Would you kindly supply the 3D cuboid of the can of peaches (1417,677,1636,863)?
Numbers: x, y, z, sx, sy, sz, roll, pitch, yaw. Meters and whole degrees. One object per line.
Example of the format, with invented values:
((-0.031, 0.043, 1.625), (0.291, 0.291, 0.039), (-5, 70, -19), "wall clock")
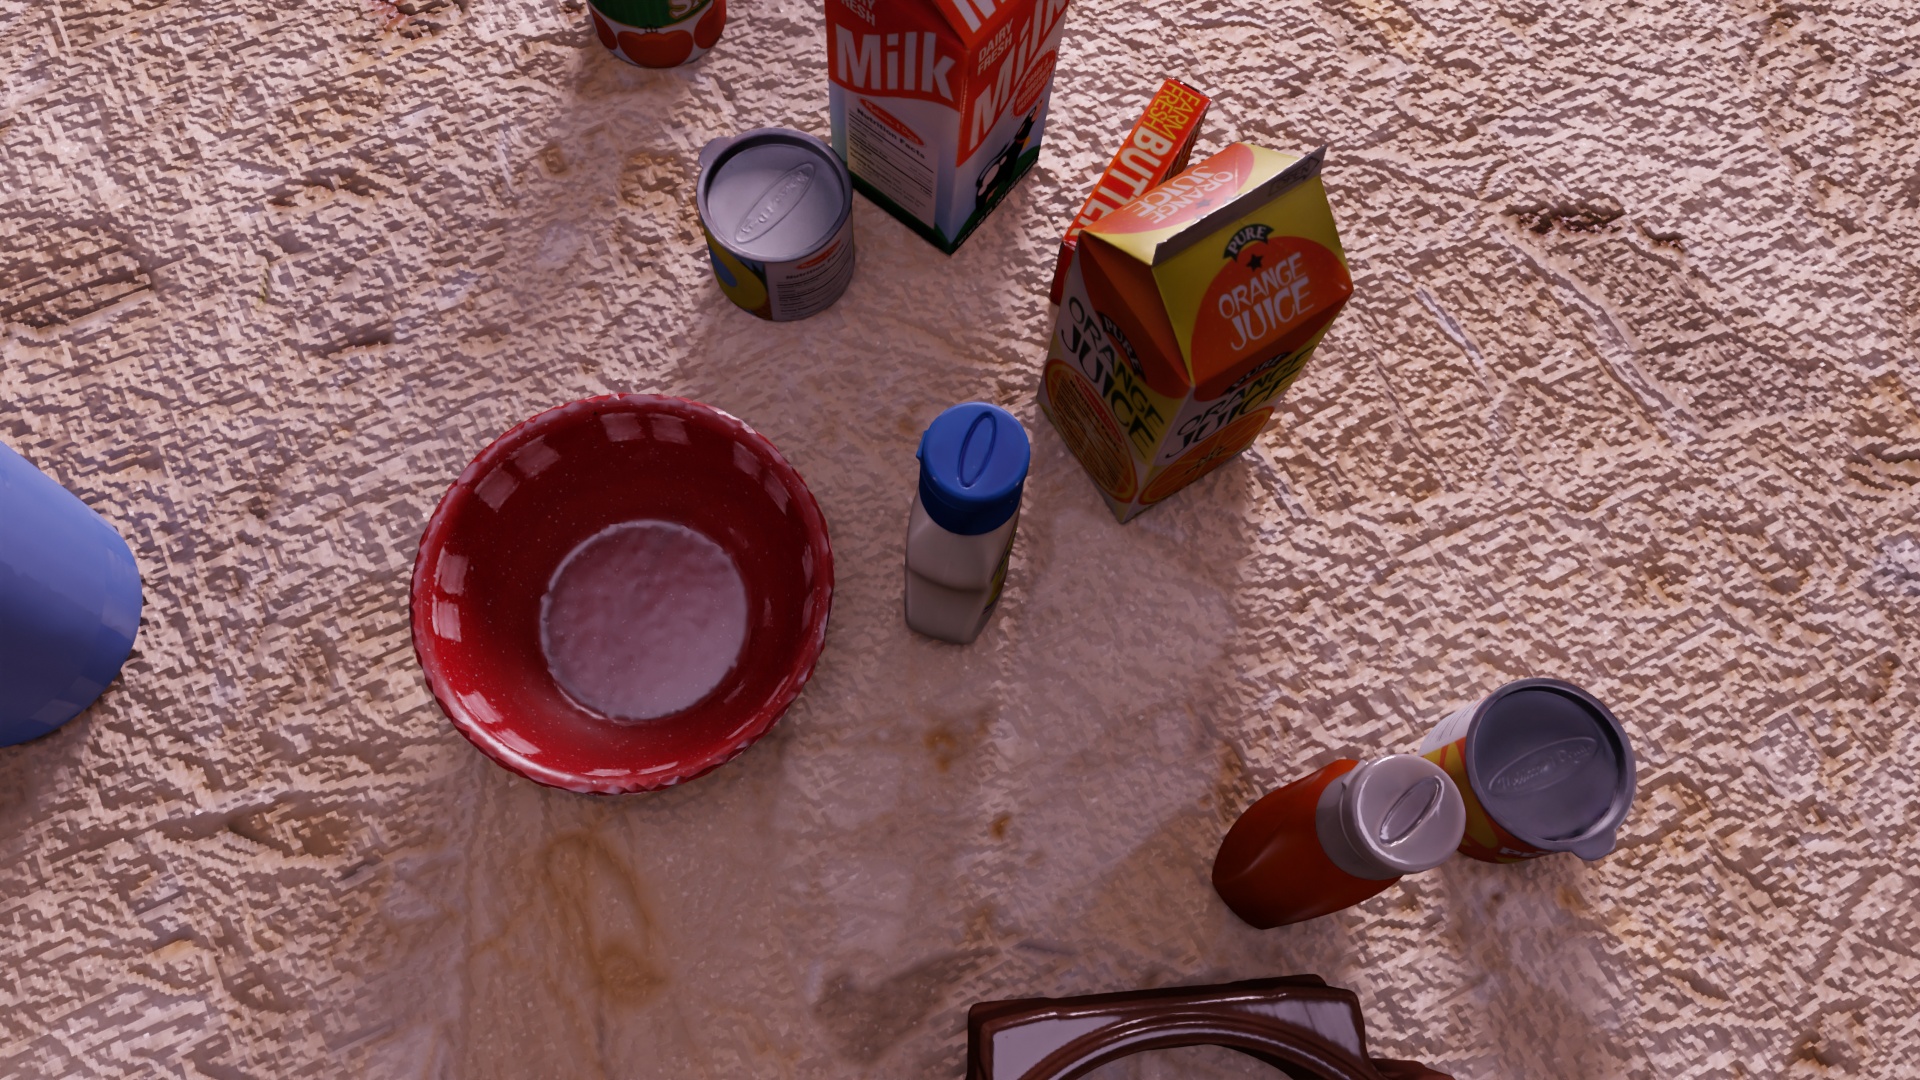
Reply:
((0.223, 0.095, 0.552), (0.071, 0.058, 0.071), (1, 72, -3), "can of peaches")

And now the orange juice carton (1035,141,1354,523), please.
((0.086, -0.081, 0.533), (0.072, 0.192, 0.073), (-31, 76, -12), "orange juice carton")

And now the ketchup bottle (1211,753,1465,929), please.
((0.133, 0.105, 0.495), (0.043, 0.148, 0.065), (44, 75, 11), "ketchup bottle")

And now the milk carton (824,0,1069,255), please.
((-0.006, -0.207, 0.571), (0.073, 0.190, 0.072), (37, 74, 9), "milk carton")

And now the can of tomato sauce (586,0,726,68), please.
((-0.143, -0.269, 0.641), (0.071, 0.083, 0.071), (1, 72, -3), "can of tomato sauce")

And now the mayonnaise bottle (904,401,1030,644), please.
((0.002, -0.007, 0.526), (0.041, 0.147, 0.065), (17, 72, 3), "mayonnaise bottle")

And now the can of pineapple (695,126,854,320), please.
((-0.081, -0.140, 0.614), (0.071, 0.057, 0.071), (1, 72, -3), "can of pineapple")

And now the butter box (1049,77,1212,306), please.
((0.076, -0.155, 0.631), (0.024, 0.053, 0.104), (30, 72, 7), "butter box")
